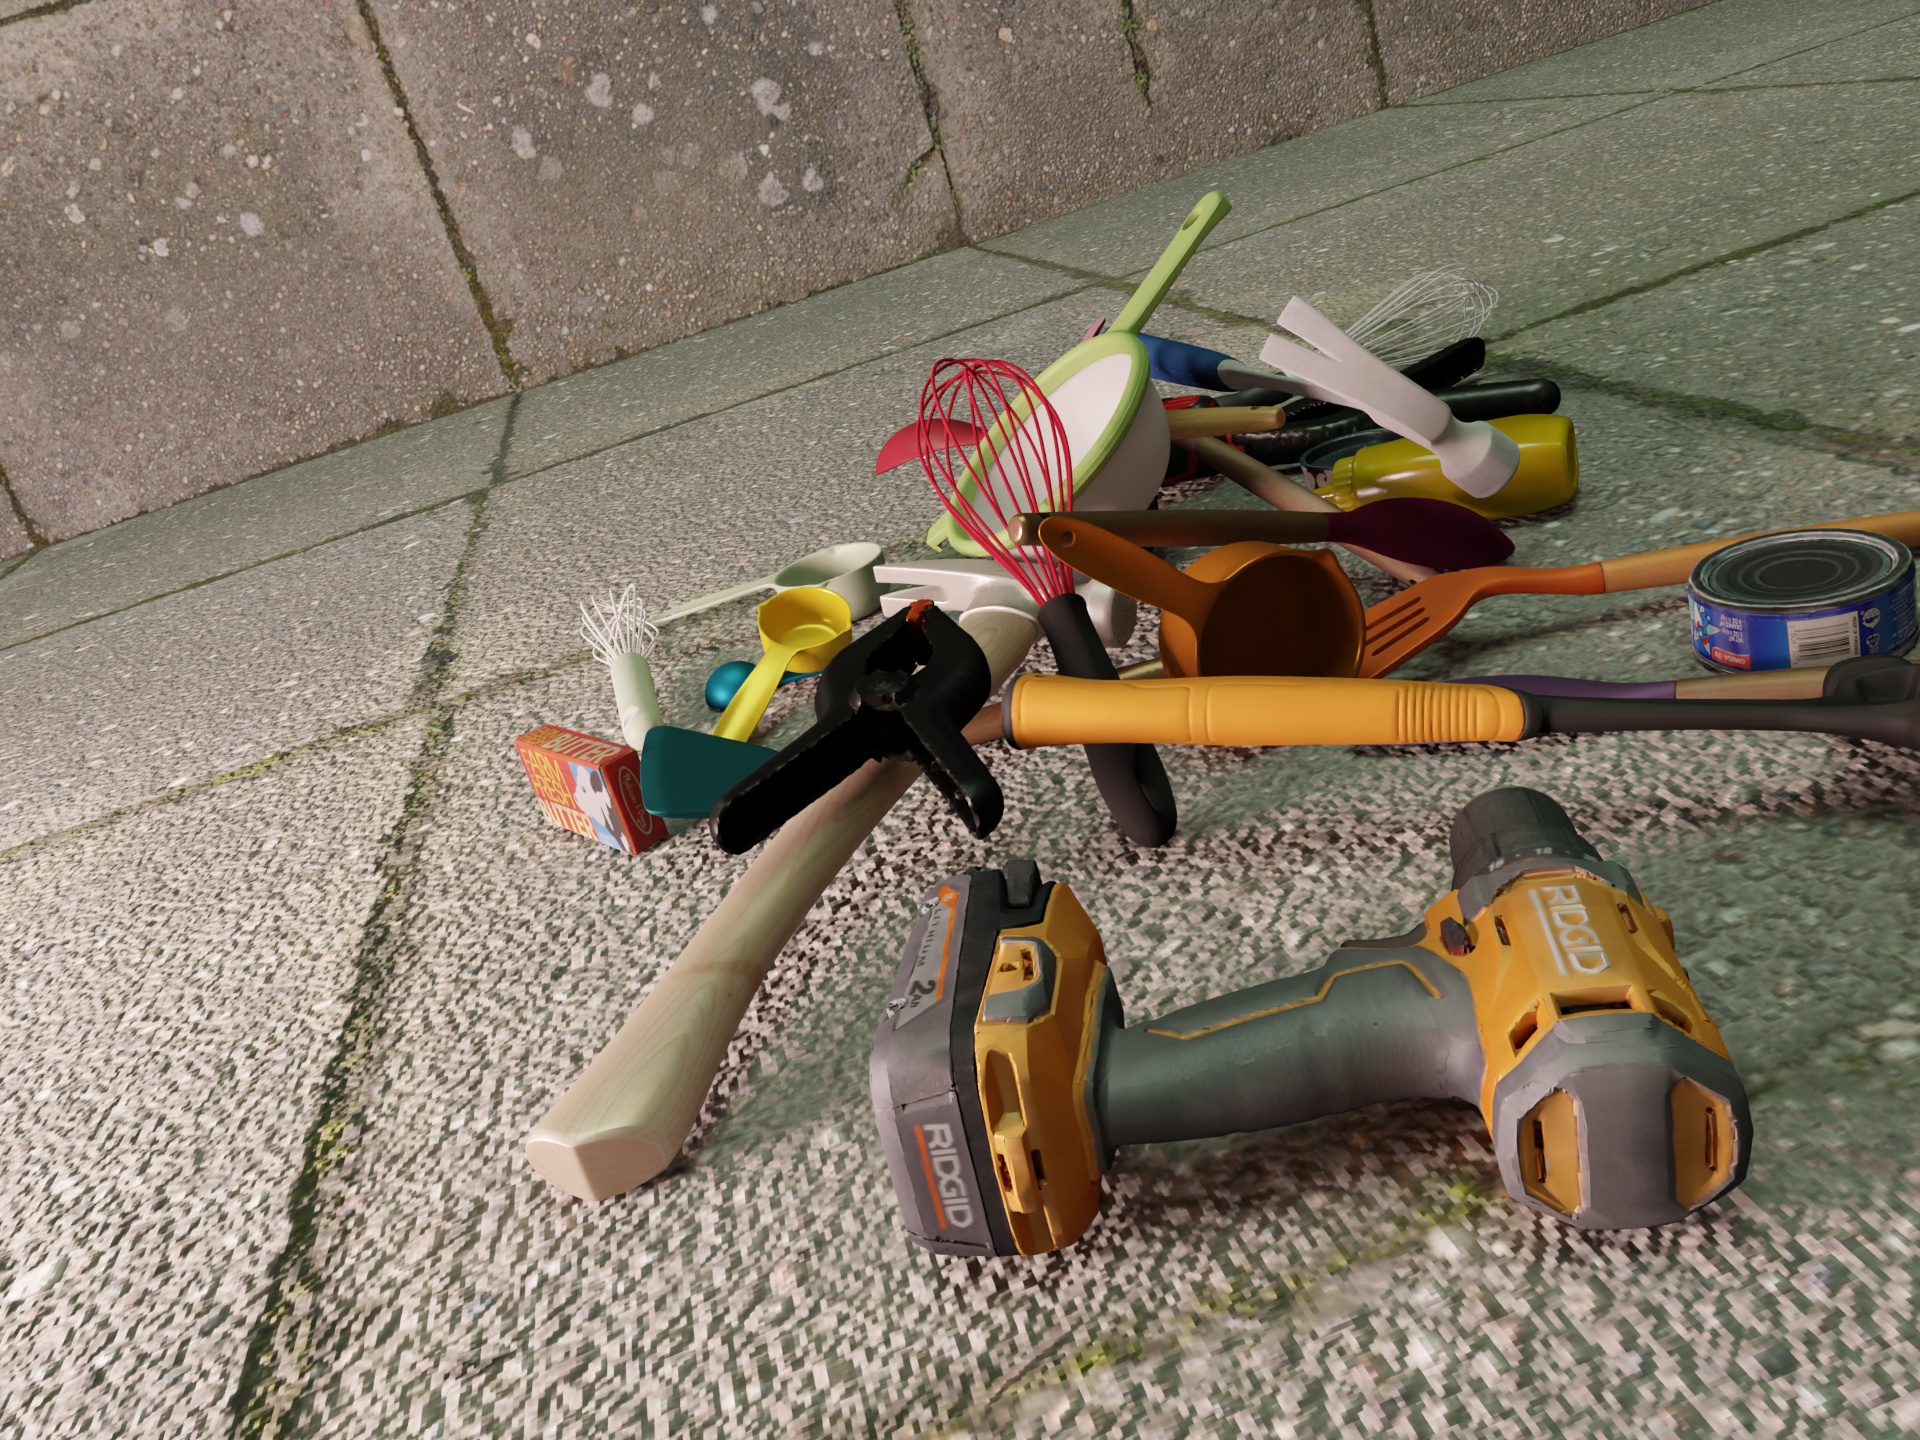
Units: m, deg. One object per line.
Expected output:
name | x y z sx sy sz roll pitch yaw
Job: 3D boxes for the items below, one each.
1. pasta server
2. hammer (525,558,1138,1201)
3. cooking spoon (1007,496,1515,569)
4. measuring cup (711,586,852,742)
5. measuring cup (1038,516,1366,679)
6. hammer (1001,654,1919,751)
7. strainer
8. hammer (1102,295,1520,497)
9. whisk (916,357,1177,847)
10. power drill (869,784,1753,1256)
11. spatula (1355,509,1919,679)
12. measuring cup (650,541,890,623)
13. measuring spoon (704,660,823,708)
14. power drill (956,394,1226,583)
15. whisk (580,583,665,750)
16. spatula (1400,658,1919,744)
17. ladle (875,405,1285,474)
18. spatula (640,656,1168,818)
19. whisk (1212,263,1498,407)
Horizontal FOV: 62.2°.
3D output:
pasta server | 0.163 -0.152 0.916 0.040 0.060 0.317 -42 48 -7
hammer | -0.060 0.040 0.699 0.146 0.038 0.411 6 36 27
cooking spoon | 0.157 -0.094 0.777 0.318 0.017 0.069 -5 40 -32
measuring cup | -0.111 -0.019 0.935 0.062 0.029 0.157 14 49 16
measuring cup | 0.099 -0.054 0.711 0.173 0.095 0.052 24 5 -23
hammer | 0.174 -0.001 0.587 0.337 0.034 0.127 0 8 22
strainer | 0.094 -0.179 0.888 0.256 0.069 0.151 -56 25 -11
hammer | 0.166 -0.211 0.958 0.035 0.144 0.406 -60 22 7
whisk | 0.040 -0.066 0.738 0.073 0.073 0.296 -18 57 -2
power drill | 0.101 0.081 0.492 0.226 0.084 0.185 -8 22 13
spatula | 0.321 -0.062 0.734 0.322 0.041 0.081 -9 24 10
measuring cup | -0.127 -0.077 1.074 0.167 0.038 0.083 -15 22 10
measuring spoon | -0.098 -0.039 0.981 0.128 0.021 0.042 -19 22 -4
power drill | 0.069 -0.156 1.068 0.188 0.080 0.227 -6 22 24
whisk | -0.215 -0.035 1.036 0.058 0.059 0.247 -58 25 11
spatula | 0.311 -0.012 0.628 0.316 0.018 0.060 -4 27 32
ladle | 0.061 -0.175 0.971 0.315 0.031 0.069 5 30 44
spatula | -0.001 -0.003 0.800 0.317 0.044 0.082 -16 31 0
whisk | 0.281 -0.271 1.205 0.284 0.070 0.070 -27 23 -8
